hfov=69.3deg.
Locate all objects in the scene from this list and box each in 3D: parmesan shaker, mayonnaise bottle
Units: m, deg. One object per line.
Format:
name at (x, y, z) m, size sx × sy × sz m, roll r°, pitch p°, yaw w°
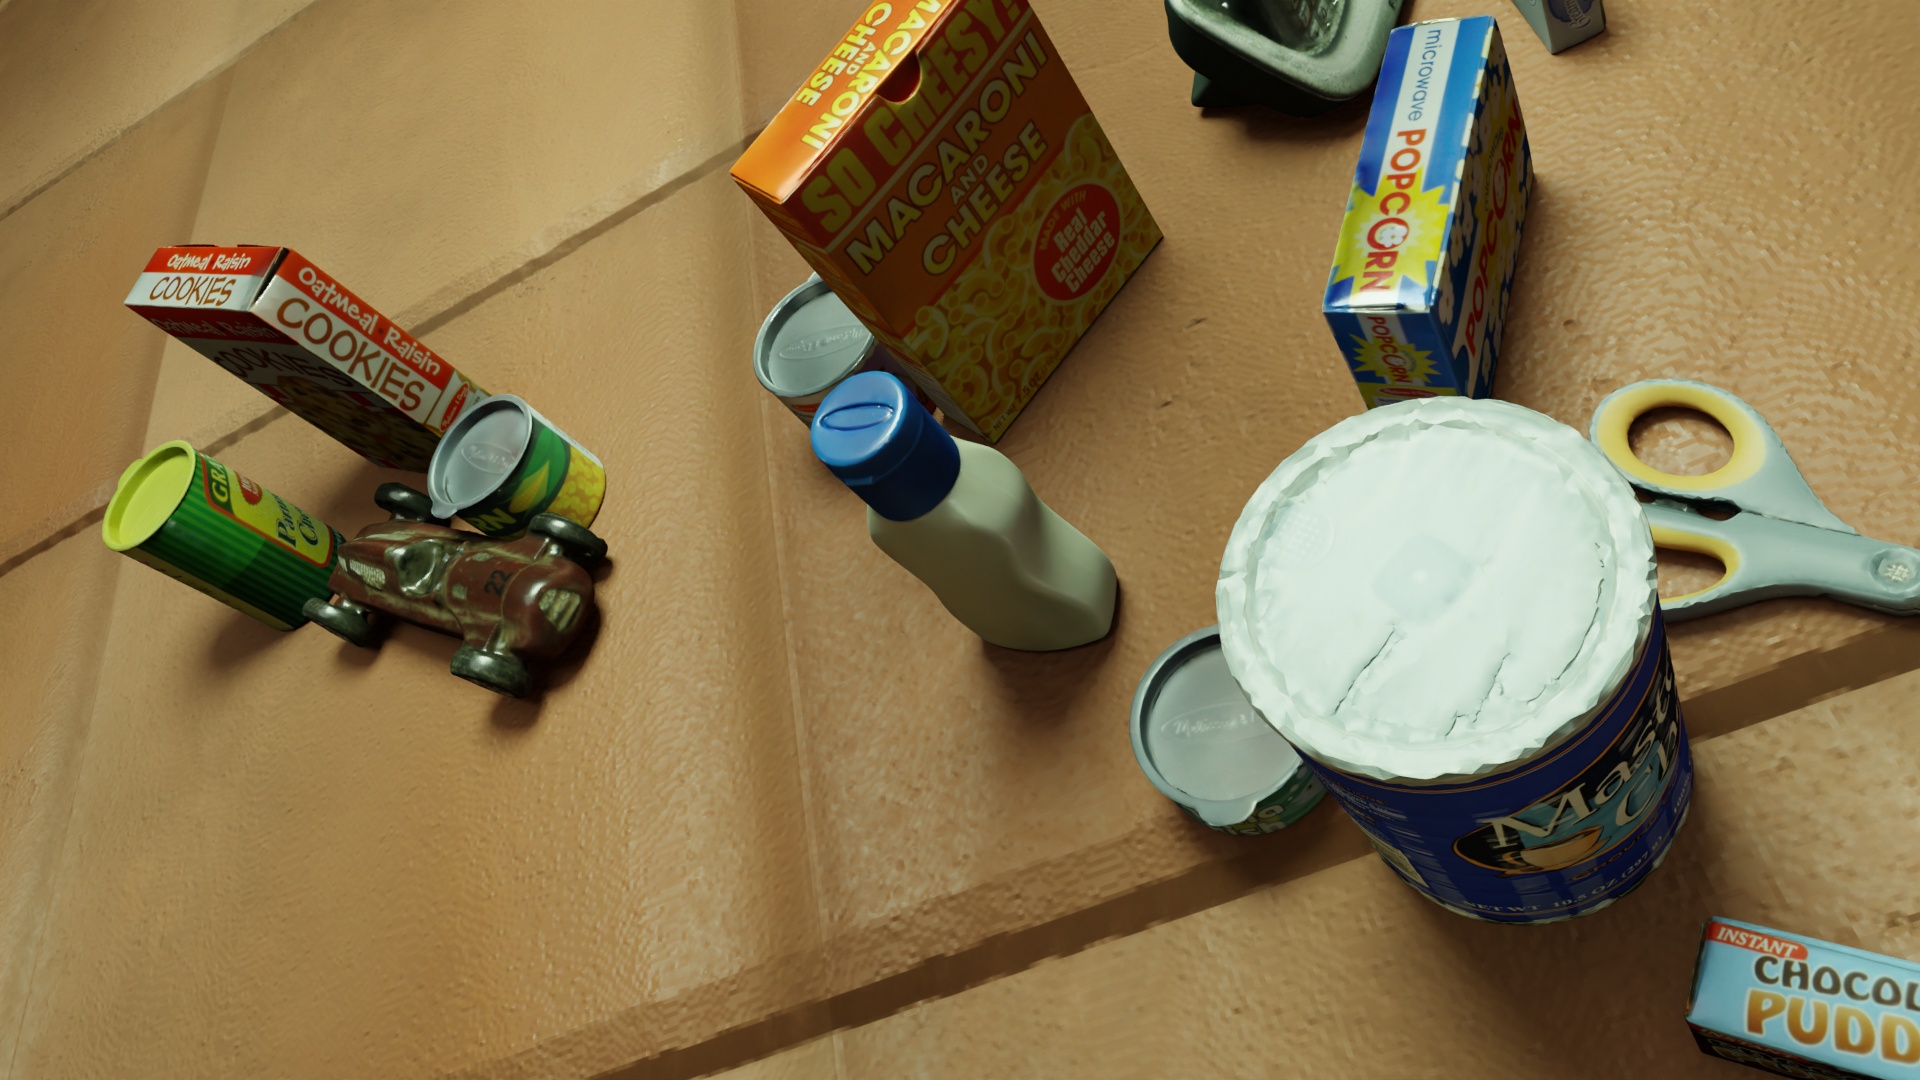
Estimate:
parmesan shaker at (-0.402, -0.002, 0.765) m, size 0.071 × 0.103 × 0.071 m, roll -15°, pitch 56°, yaw 23°
mayonnaise bottle at (0.002, -0.006, 0.494) m, size 0.064 × 0.147 × 0.041 m, roll -4°, pitch 61°, yaw 30°

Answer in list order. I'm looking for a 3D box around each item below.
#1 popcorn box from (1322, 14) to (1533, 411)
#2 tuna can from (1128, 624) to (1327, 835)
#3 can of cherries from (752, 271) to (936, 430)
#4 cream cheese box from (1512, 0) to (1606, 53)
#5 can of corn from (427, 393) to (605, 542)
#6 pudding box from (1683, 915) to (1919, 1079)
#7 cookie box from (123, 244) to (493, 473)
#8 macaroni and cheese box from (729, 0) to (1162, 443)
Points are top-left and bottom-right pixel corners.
popcorn box at (0.170, -0.110, 0.496) m, size 0.038 × 0.085 × 0.127 m, roll 4°, pitch 65°, yaw 33°
tuna can at (0.094, 0.067, 0.470) m, size 0.071 × 0.032 × 0.071 m, roll -15°, pitch 56°, yaw 23°
can of cherries at (-0.049, -0.080, 0.629) m, size 0.071 × 0.058 × 0.072 m, roll -15°, pitch 56°, yaw 23°
cream cheese box at (0.228, -0.252, 0.569) m, size 0.024 × 0.053 × 0.104 m, roll -25°, pitch 52°, yaw 16°
can of corn at (-0.225, -0.029, 0.704) m, size 0.071 × 0.058 × 0.071 m, roll -15°, pitch 56°, yaw 23°
pudding box at (0.229, 0.122, 0.344) m, size 0.083 × 0.049 × 0.030 m, roll 8°, pitch 67°, yaw 34°
cookie box at (-0.328, -0.092, 0.732) m, size 0.123 × 0.167 × 0.040 m, roll 8°, pitch 67°, yaw 34°
macaroni and cheese box at (0.003, -0.134, 0.559) m, size 0.040 × 0.166 × 0.124 m, roll 34°, pitch 83°, yaw 40°
